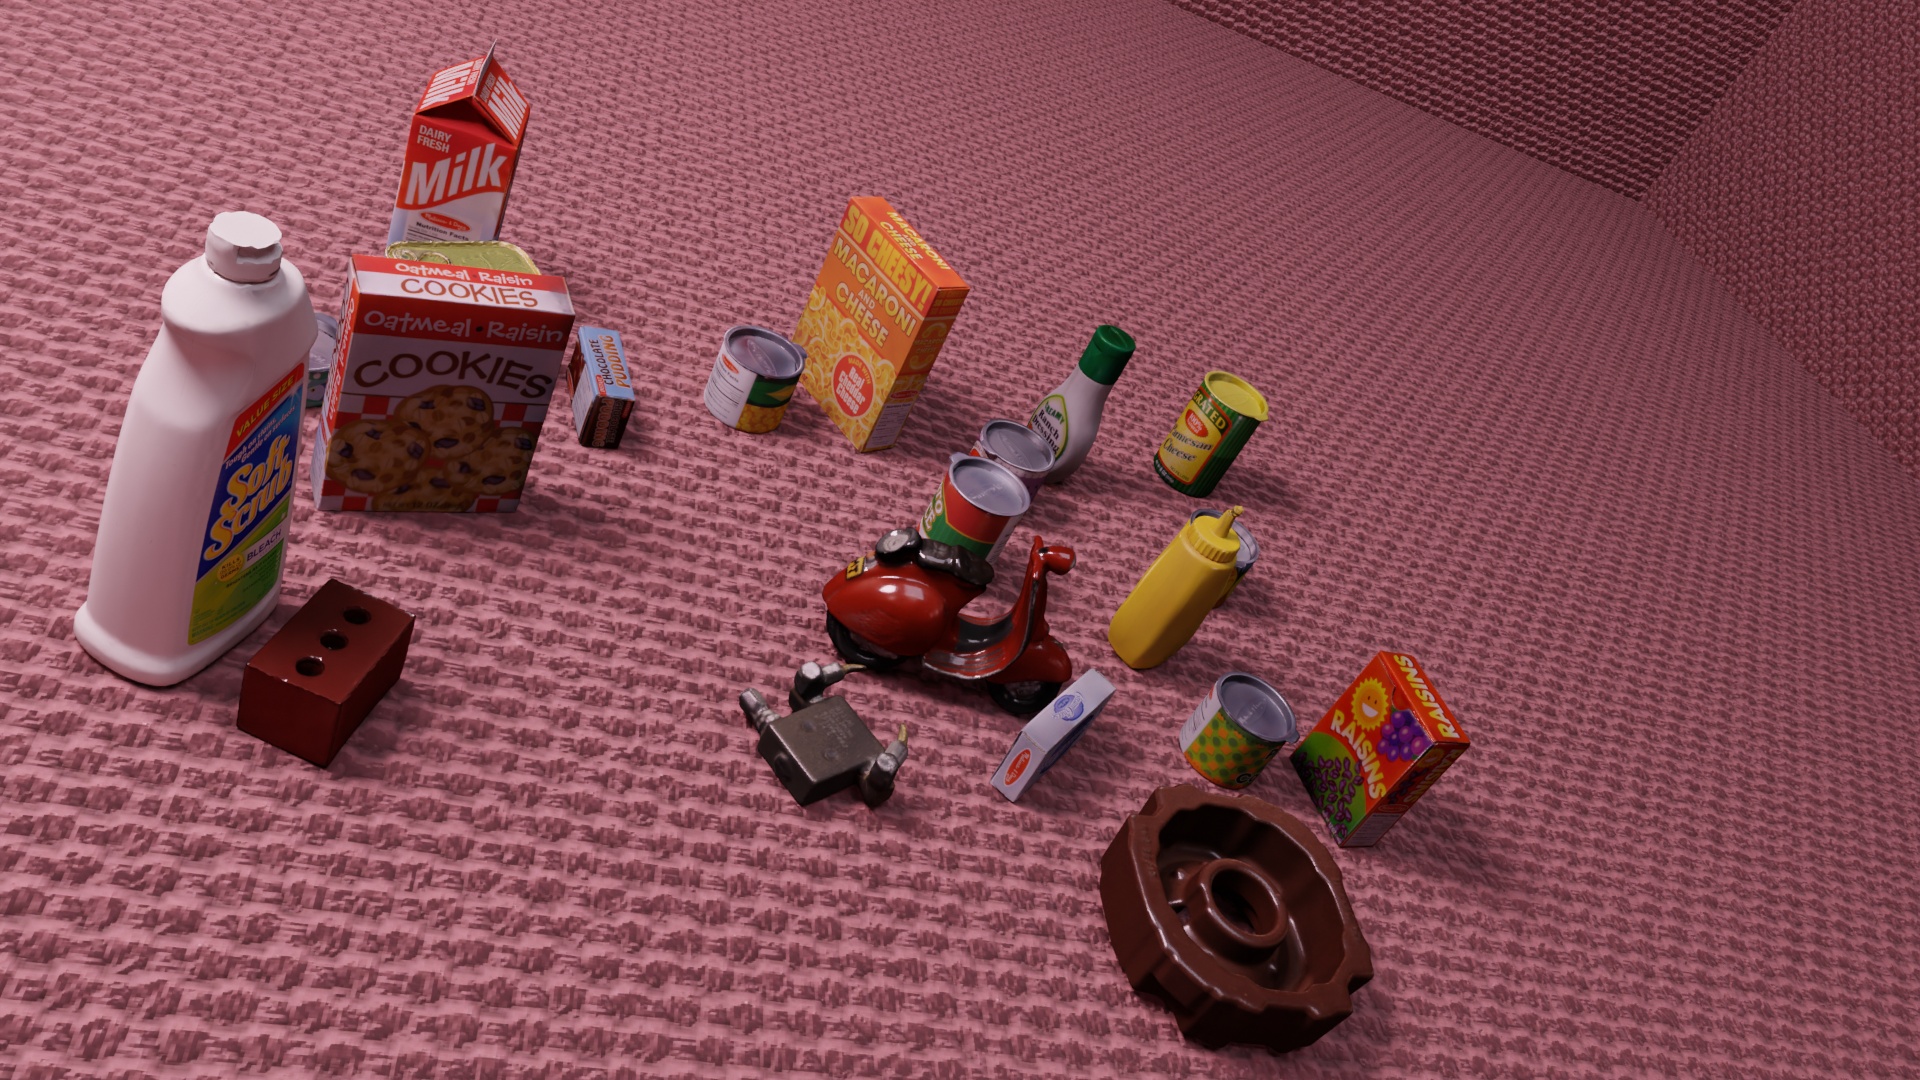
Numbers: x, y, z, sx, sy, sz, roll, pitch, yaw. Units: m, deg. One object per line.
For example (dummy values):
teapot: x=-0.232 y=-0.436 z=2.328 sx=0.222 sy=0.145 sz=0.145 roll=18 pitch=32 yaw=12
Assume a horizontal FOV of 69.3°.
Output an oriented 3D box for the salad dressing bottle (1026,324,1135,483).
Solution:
salad dressing bottle: x=0.100 y=-0.117 z=1.191 sx=0.044 sy=0.147 sz=0.064 roll=-1 pitch=45 yaw=-36

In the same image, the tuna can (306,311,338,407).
tuna can: x=-0.439 y=-0.121 z=0.919 sx=0.071 sy=0.032 sz=0.071 roll=19 pitch=36 yaw=-14

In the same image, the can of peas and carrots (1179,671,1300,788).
can of peas and carrots: x=0.205 y=0.141 z=1.020 sx=0.071 sy=0.058 sz=0.071 roll=19 pitch=36 yaw=-14

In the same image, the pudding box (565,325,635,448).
pudding box: x=-0.264 y=-0.113 z=1.016 sx=0.030 sy=0.049 sz=0.084 roll=5 pitch=42 yaw=-30

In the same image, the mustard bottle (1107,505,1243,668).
mustard bottle: x=0.170 y=0.029 z=1.047 sx=0.065 sy=0.159 sz=0.049 roll=-11 pitch=51 yaw=-43

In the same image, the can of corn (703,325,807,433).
can of corn: x=-0.162 y=-0.127 z=1.098 sx=0.071 sy=0.058 sz=0.071 roll=19 pitch=36 yaw=-14

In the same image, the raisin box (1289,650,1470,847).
raisin box: x=0.304 y=0.153 z=1.017 sx=0.040 sy=0.122 sz=0.086 roll=8 pitch=40 yaw=-28

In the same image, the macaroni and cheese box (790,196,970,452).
macaroni and cheese box: x=-0.071 y=-0.175 z=1.127 sx=0.040 sy=0.165 sz=0.124 roll=-12 pitch=52 yaw=-44

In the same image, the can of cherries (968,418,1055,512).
can of cherries: x=0.034 y=-0.058 z=1.149 sx=0.071 sy=0.058 sz=0.072 roll=19 pitch=36 yaw=-14

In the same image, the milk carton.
milk carton: x=-0.366 y=-0.267 z=1.015 sx=0.073 sy=0.189 sz=0.073 roll=15 pitch=37 yaw=-19

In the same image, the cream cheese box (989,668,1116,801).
cream cheese box: x=0.063 y=0.130 z=0.939 sx=0.024 sy=0.053 sz=0.104 roll=40 pitch=36 yaw=14

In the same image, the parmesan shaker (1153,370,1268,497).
parmesan shaker: x=0.234 y=-0.096 z=1.297 sx=0.071 sy=0.102 sz=0.072 roll=19 pitch=36 yaw=-15

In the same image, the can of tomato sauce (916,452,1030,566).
can of tomato sauce: x=0.004 y=-0.013 z=1.050 sx=0.071 sy=0.082 sz=0.071 roll=19 pitch=36 yaw=-15

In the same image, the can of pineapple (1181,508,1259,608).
can of pineapple: x=0.210 y=0.017 z=1.179 sx=0.071 sy=0.057 sz=0.071 roll=19 pitch=36 yaw=-14

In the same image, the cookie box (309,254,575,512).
cookie box: x=-0.318 y=-0.091 z=0.849 sx=0.123 sy=0.166 sz=0.040 roll=0 pitch=44 yaw=-35
